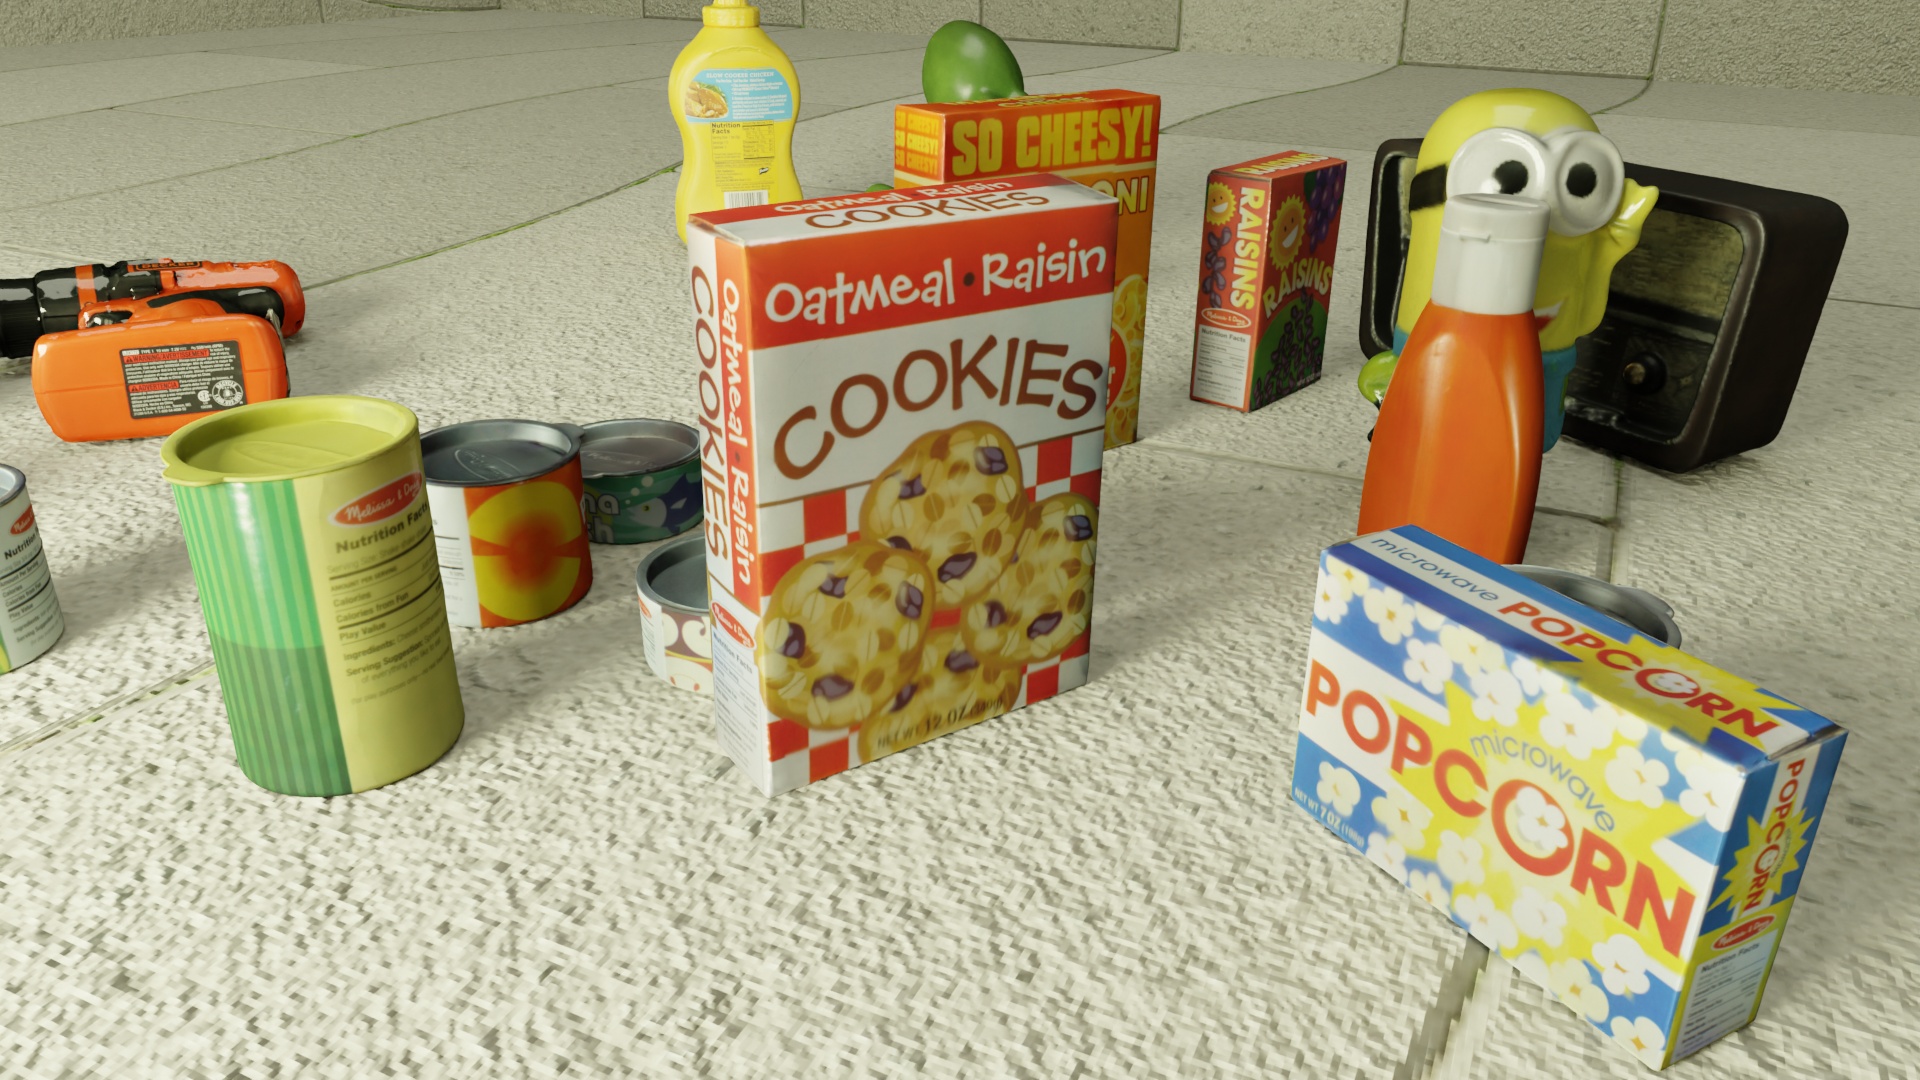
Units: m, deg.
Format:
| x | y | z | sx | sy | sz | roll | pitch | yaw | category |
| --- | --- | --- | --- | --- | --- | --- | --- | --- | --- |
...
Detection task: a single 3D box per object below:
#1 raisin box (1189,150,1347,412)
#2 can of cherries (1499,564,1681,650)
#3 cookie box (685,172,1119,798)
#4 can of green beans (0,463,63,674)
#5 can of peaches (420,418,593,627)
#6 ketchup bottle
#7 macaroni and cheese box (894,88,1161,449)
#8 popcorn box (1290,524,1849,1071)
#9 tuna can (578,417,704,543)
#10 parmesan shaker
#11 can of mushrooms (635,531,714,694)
| x | y | z | sx | sy | sz | roll | pitch | yaw | category |
| --- | --- | --- | --- | --- | --- | --- | --- | --- | --- |
| 0.165 | -0.140 | 0.745 | 0.040 | 0.122 | 0.086 | 21 | 31 | 37 | raisin box |
| 0.175 | 0.047 | 0.415 | 0.071 | 0.058 | 0.072 | 1 | 24 | 0 | can of cherries |
| -0.016 | -0.020 | 0.421 | 0.123 | 0.166 | 0.040 | -15 | 29 | -31 | cookie box |
| -0.347 | 0.011 | 0.468 | 0.071 | 0.057 | 0.071 | 1 | 24 | 0 | can of green beans |
| -0.171 | -0.008 | 0.519 | 0.071 | 0.057 | 0.071 | 1 | 24 | 0 | can of peaches |
| 0.192 | -0.055 | 0.530 | 0.065 | 0.148 | 0.044 | 20 | 31 | 36 | ketchup bottle |
| 0.029 | -0.116 | 0.635 | 0.124 | 0.165 | 0.040 | -16 | 29 | -33 | macaroni and cheese box |
| 0.144 | 0.058 | 0.357 | 0.038 | 0.084 | 0.127 | -13 | 28 | -28 | popcorn box |
| -0.142 | -0.025 | 0.588 | 0.071 | 0.032 | 0.071 | 1 | 25 | 0 | tuna can |
| -0.190 | 0.017 | 0.410 | 0.071 | 0.102 | 0.071 | 1 | 24 | 0 | parmesan shaker |
| -0.076 | 0.024 | 0.484 | 0.071 | 0.033 | 0.071 | 1 | 25 | 0 | can of mushrooms |
